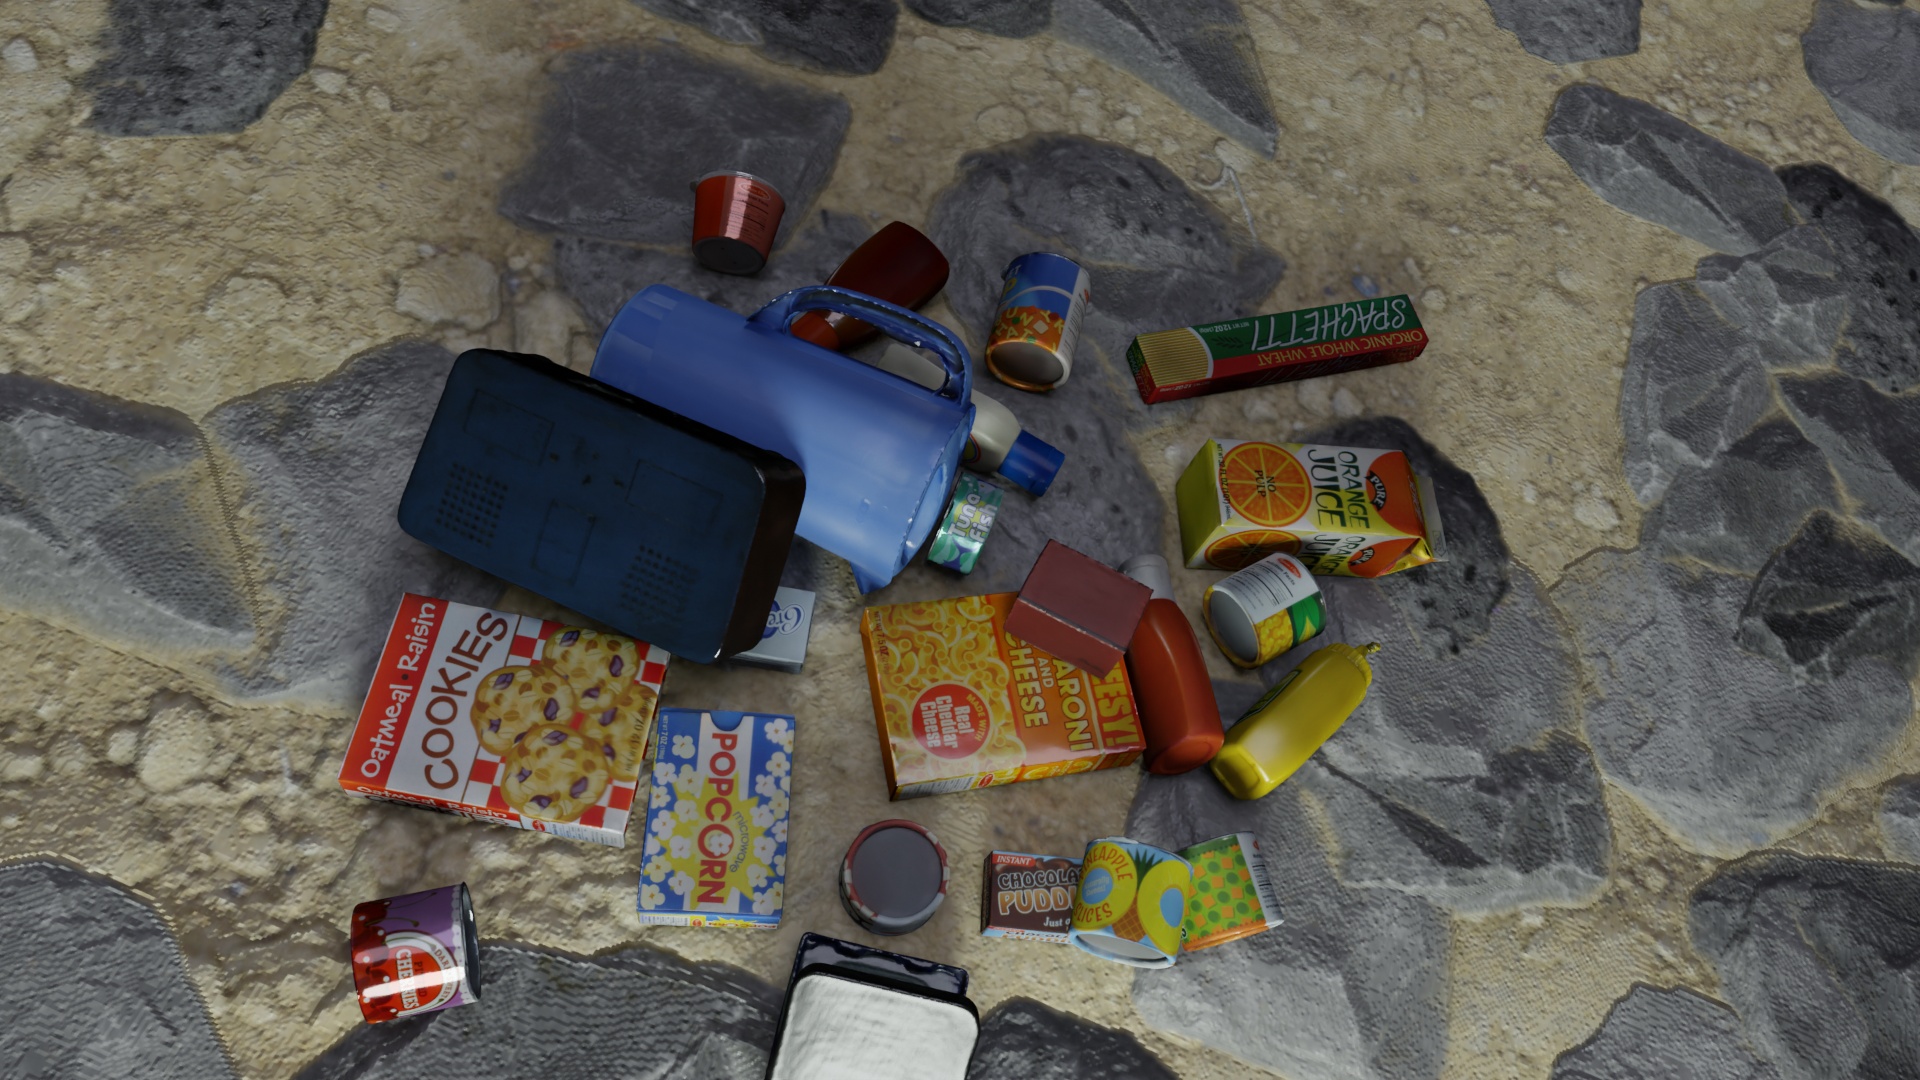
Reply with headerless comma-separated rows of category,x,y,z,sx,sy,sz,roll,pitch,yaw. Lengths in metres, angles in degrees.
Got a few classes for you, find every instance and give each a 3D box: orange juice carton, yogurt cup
orange juice carton,0.262,-0.022,1.011,0.193,0.072,0.072,3,63,-11
yogurt cup,-0.168,-0.234,1.032,0.072,0.072,0.054,10,71,-7

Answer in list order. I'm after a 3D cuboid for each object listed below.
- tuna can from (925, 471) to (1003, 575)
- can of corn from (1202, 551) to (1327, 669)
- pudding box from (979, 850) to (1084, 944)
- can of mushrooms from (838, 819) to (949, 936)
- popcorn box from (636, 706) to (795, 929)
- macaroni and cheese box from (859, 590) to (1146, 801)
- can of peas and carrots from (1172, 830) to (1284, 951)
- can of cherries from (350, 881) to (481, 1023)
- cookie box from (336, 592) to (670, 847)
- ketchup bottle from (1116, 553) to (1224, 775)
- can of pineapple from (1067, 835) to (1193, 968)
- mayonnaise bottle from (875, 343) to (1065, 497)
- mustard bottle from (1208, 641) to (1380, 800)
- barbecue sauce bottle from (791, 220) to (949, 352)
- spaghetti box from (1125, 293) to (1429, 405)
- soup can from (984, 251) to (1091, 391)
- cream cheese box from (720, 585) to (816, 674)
tuna can,0.003,-0.012,0.953,0.033,0.070,0.071,22,62,-2
can of corn,0.212,0.051,0.970,0.058,0.071,0.071,-25,72,-19
pudding box,0.056,0.224,0.869,0.084,0.030,0.050,8,62,-8
can of mushrooms,-0.042,0.205,0.856,0.071,0.033,0.071,5,64,-9
popcorn box,-0.148,0.170,0.848,0.085,0.038,0.127,5,63,-8
macaroni and cheese box,0.026,0.097,0.920,0.167,0.040,0.124,-6,65,-14
can of peas and carrots,0.161,0.222,0.874,0.071,0.070,0.059,-10,67,-16
can of cherries,-0.300,0.229,0.768,0.058,0.071,0.072,-8,66,-15
cookie box,-0.275,0.110,0.851,0.167,0.040,0.123,12,62,-7
ketchup bottle,0.137,0.080,0.943,0.043,0.064,0.149,7,54,-23
can of pineapple,0.100,0.215,0.826,0.071,0.070,0.058,18,62,-3
mayonnaise bottle,0.003,-0.083,0.994,0.148,0.064,0.041,30,61,0
mustard bottle,0.236,0.112,0.947,0.161,0.065,0.049,-36,81,-31
barbecue sauce bottle,-0.077,-0.175,1.033,0.065,0.043,0.149,41,64,10
spaghetti box,0.254,-0.153,1.100,0.251,0.028,0.050,-11,68,-17
soup can,0.056,-0.164,1.043,0.071,0.071,0.084,17,62,-3
cream cheese box,-0.150,0.053,0.914,0.104,0.024,0.053,10,64,-7
